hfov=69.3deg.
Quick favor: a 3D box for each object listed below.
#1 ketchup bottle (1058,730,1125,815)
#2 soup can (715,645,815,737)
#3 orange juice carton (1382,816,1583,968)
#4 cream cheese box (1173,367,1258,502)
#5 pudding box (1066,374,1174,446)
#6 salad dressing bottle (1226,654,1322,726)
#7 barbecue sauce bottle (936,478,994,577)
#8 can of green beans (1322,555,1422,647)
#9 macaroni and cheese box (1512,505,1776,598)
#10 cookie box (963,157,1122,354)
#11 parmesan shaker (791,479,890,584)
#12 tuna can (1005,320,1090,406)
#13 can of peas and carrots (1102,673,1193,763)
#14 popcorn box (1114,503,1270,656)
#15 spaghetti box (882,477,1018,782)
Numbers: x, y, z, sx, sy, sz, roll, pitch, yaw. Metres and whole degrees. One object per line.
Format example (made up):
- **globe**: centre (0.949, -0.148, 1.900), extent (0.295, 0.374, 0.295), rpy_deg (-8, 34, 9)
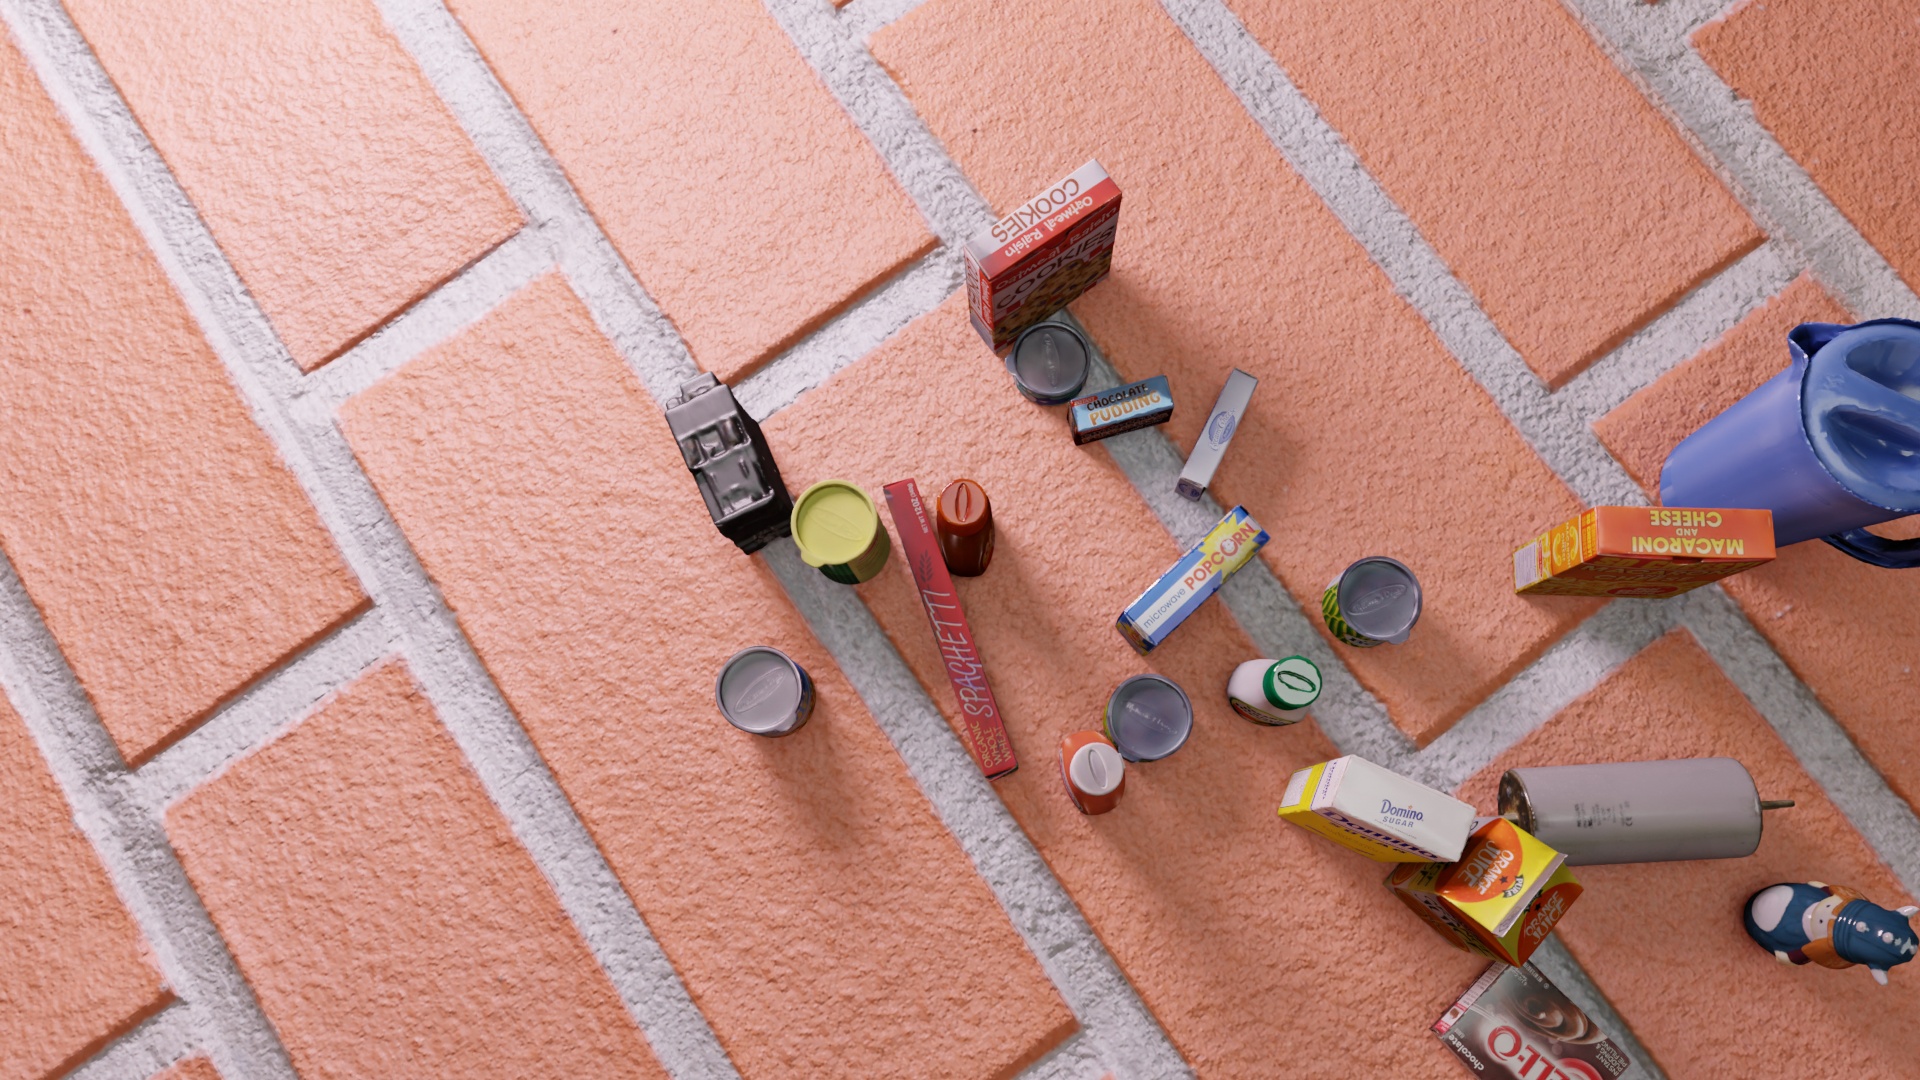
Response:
- **ketchup bottle**: centre (0.099, 0.172, 1.035), extent (0.043, 0.148, 0.065), rpy_deg (-18, 79, -1)
- **soup can**: centre (-0.149, 0.122, 1.088), extent (0.071, 0.083, 0.071), rpy_deg (0, 78, 2)
- **orange juice carton**: centre (0.373, 0.247, 0.987), extent (0.073, 0.192, 0.072), rpy_deg (42, 83, 9)
- **cream cheese box**: centre (0.208, -0.085, 1.134), extent (0.024, 0.053, 0.104), rpy_deg (26, 80, 7)
- **pudding box**: centre (0.131, -0.107, 1.143), extent (0.084, 0.049, 0.030), rpy_deg (-15, 78, -1)
- **salad dressing bottle**: centre (0.238, 0.112, 1.043), extent (0.064, 0.147, 0.044), rpy_deg (23, 81, 7)
- **barbecue sauce bottle**: centre (0.004, -0.014, 1.078), extent (0.044, 0.148, 0.065), rpy_deg (4, 79, 3)
- **can of green beans**: centre (0.325, 0.050, 1.099), extent (0.071, 0.057, 0.071), rpy_deg (0, 78, 2)
- **macaroni and cheese box**: centre (0.507, 0.012, 1.045), extent (0.124, 0.166, 0.040), rpy_deg (2, 79, 3)
- **cookie box**: centre (0.065, -0.222, 1.110), extent (0.123, 0.167, 0.040), rpy_deg (-35, 79, -5)
- **parmesan shaker**: centre (-0.095, -0.002, 1.103), extent (0.071, 0.103, 0.071), rpy_deg (0, 79, 2)
- **tuna can**: centre (0.073, -0.147, 1.163), extent (0.071, 0.032, 0.071), rpy_deg (0, 78, 2)
- **can of peas and carrots**: centre (0.144, 0.142, 1.086), extent (0.071, 0.058, 0.071), rpy_deg (0, 78, 2)
- **popcorn box**: centre (0.181, 0.034, 1.094), extent (0.127, 0.085, 0.038), rpy_deg (-42, 80, -6)
- **spaghetti box**: centre (-0.008, 0.071, 1.111), extent (0.029, 0.050, 0.250), rpy_deg (-20, 78, -2)
